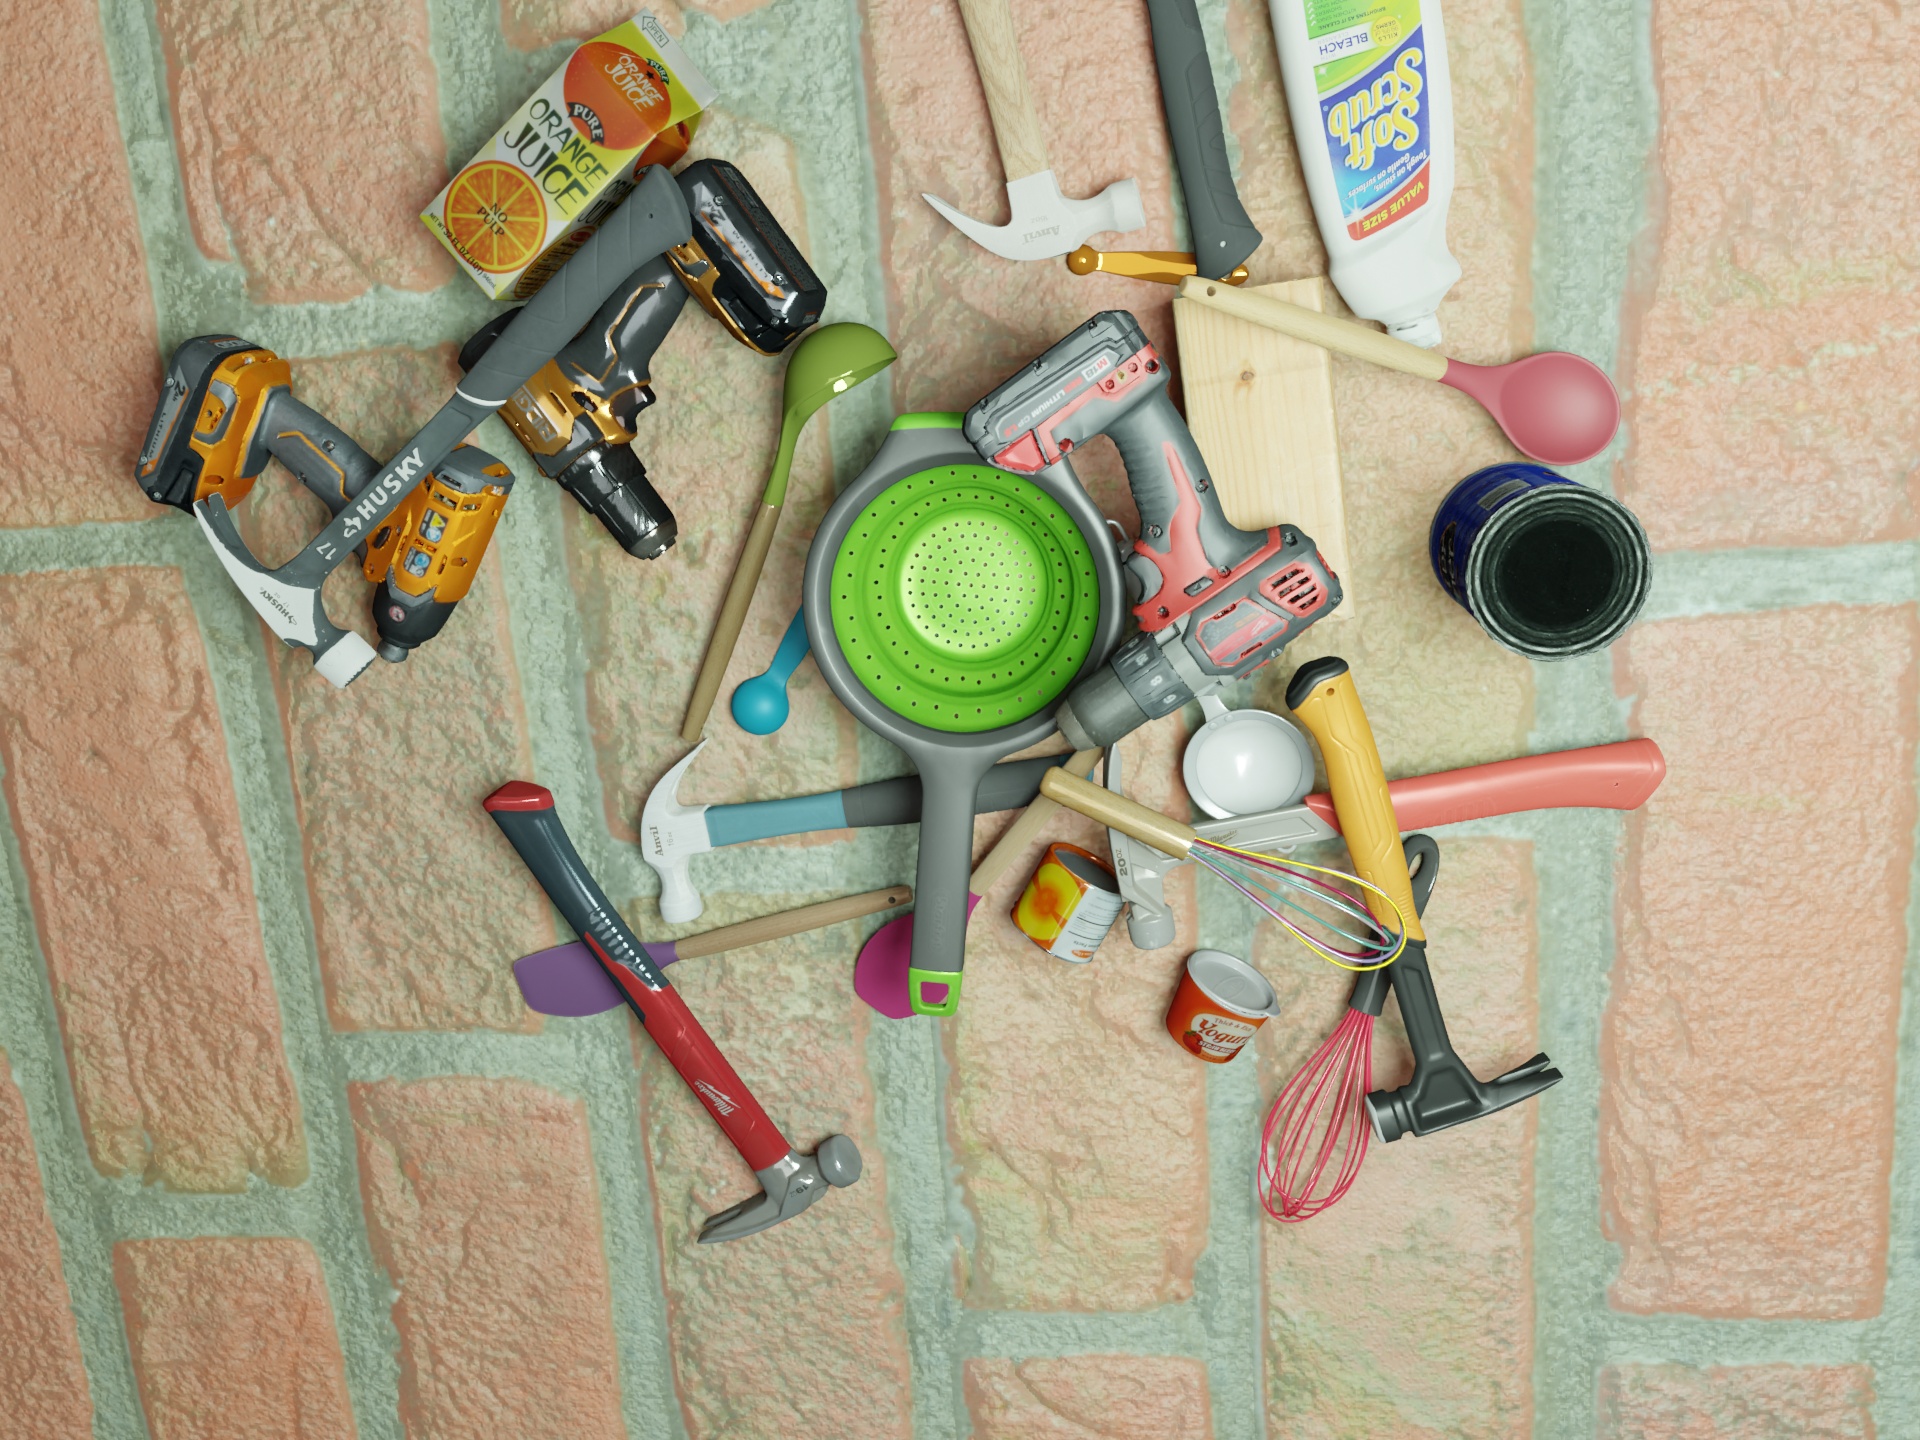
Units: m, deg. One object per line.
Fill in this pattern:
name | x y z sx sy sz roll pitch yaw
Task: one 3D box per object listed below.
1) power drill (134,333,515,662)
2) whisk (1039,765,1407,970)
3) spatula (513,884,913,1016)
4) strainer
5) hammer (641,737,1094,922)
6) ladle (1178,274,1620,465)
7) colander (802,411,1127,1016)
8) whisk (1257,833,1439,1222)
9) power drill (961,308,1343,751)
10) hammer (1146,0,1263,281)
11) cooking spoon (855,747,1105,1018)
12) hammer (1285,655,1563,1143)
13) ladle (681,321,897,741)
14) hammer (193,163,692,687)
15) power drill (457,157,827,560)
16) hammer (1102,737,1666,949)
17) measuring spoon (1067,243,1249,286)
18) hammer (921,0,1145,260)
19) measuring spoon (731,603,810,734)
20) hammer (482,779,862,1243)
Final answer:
power drill | -0.439 -0.149 1.096 0.226 0.084 0.164 27 108 -3
whisk | 0.161 0.091 0.988 0.245 0.051 0.047 25 121 6
spatula | -0.183 0.165 1.170 0.316 0.018 0.059 -16 104 13
strainer | 0.158 -0.025 1.042 0.087 0.050 0.258 -25 111 20
hammer | -0.067 0.062 1.120 0.331 0.033 0.128 -8 104 10
ladle | 0.264 -0.214 0.942 0.315 0.031 0.069 11 94 -24
colander | -0.002 -0.003 1.055 0.204 0.094 0.397 5 102 3
whisk | 0.273 0.217 1.100 0.073 0.073 0.296 18 100 3
power drill | 0.092 -0.106 0.940 0.188 0.080 0.226 -35 100 13
hammer | 0.122 -0.433 0.964 0.146 0.035 0.334 -12 101 10
cooking spoon | 0.025 0.099 1.100 0.068 0.017 0.318 37 117 -3
hammer | 0.283 0.113 1.017 0.127 0.034 0.336 -20 107 5
ladle | -0.125 -0.118 1.073 0.062 0.078 0.320 27 113 9
hammer | -0.320 -0.197 1.007 0.409 0.036 0.149 -40 103 18
power drill | -0.195 -0.230 1.042 0.226 0.084 0.185 -34 98 19
hammer | 0.274 0.049 1.034 0.359 0.037 0.149 -10 108 1
measuring spoon | 0.126 -0.290 1.014 0.117 0.011 0.021 7 105 6
hammer | 0.010 -0.449 0.978 0.130 0.031 0.331 -14 101 14
measuring spoon | -0.121 -0.043 1.106 0.042 0.021 0.128 31 107 -1
hammer | -0.234 0.214 1.164 0.143 0.038 0.386 -30 103 17
